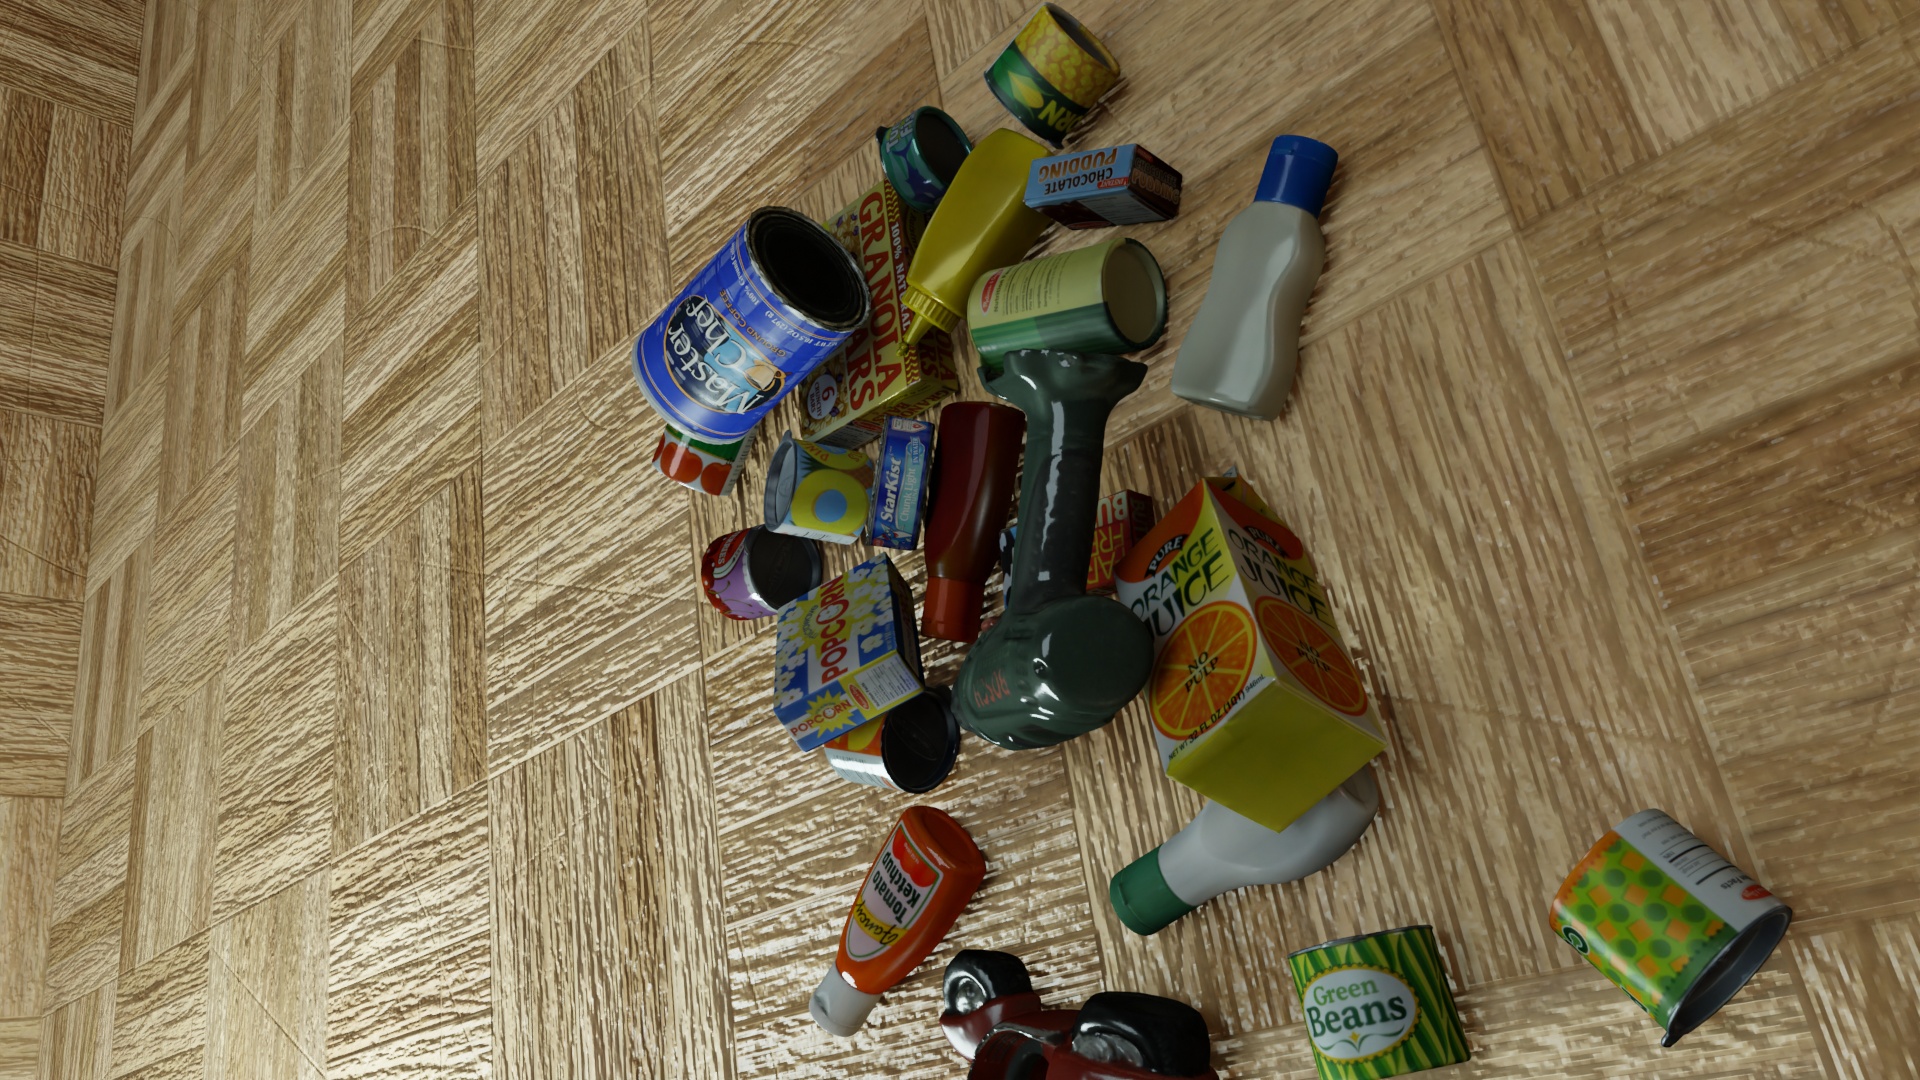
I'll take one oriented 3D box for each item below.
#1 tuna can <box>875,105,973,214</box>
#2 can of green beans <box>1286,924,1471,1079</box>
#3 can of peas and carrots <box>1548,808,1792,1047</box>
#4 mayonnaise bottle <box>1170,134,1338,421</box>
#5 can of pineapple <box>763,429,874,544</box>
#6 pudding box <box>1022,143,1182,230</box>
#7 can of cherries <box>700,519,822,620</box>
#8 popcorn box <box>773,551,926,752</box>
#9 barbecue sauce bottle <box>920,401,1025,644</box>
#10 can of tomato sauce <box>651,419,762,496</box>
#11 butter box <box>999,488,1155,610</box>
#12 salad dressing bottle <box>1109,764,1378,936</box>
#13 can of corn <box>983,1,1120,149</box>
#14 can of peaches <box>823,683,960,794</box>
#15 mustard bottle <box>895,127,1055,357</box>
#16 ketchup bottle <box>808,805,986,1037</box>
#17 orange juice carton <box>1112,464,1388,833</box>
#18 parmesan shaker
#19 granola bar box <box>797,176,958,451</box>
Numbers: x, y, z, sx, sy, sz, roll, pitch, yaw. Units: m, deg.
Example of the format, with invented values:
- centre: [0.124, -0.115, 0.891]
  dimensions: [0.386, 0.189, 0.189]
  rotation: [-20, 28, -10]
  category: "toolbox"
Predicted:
- centre: [-0.022, -0.260, 0.942]
  dimensions: [0.032, 0.071, 0.071]
  rotation: [-23, 64, 38]
  category: "tuna can"
- centre: [0.185, 0.207, 0.615]
  dimensions: [0.071, 0.071, 0.058]
  rotation: [-30, 60, 36]
  category: "can of green beans"
- centre: [0.274, 0.150, 0.542]
  dimensions: [0.059, 0.071, 0.070]
  rotation: [45, 112, 42]
  category: "can of peas and carrots"
- centre: [0.164, -0.141, 0.748]
  dimensions: [0.065, 0.041, 0.148]
  rotation: [20, 93, 44]
  category: "mayonnaise bottle"
- centre: [-0.097, -0.035, 0.952]
  dimensions: [0.070, 0.058, 0.071]
  rotation: [-38, 47, 56]
  category: "can of pineapple"
- centre: [0.085, -0.212, 0.837]
  dimensions: [0.083, 0.049, 0.030]
  rotation: [5, 82, 45]
  category: "pudding box"
- centre: [-0.143, 0.020, 0.987]
  dimensions: [0.058, 0.071, 0.071]
  rotation: [-12, 71, 44]
  category: "can of cherries"
- centre: [-0.071, 0.067, 0.866]
  dimensions: [0.085, 0.038, 0.127]
  rotation: [-29, 26, 8]
  category: "popcorn box"
- centre: [0.003, -0.011, 0.869]
  dimensions: [0.065, 0.044, 0.148]
  rotation: [1, 81, 57]
  category: "barbecue sauce bottle"
- centre: [-0.193, -0.085, 1.065]
  dimensions: [0.071, 0.071, 0.083]
  rotation: [35, 105, 44]
  category: "can of tomato sauce"
- centre: [0.068, 0.009, 0.813]
  dimensions: [0.103, 0.024, 0.053]
  rotation: [-18, 68, 41]
  category: "butter box"
- centre: [0.137, 0.150, 0.695]
  dimensions: [0.147, 0.044, 0.064]
  rotation: [-41, 49, 31]
  category: "salad dressing bottle"
- centre: [0.060, -0.292, 0.874]
  dimensions: [0.058, 0.071, 0.071]
  rotation: [-44, 52, 28]
  category: "can of corn"
- centre: [-0.042, 0.119, 0.866]
  dimensions: [0.058, 0.071, 0.071]
  rotation: [-2, 78, 45]
  category: "can of peaches"
- centre: [0.004, -0.185, 0.895]
  dimensions: [0.065, 0.049, 0.160]
  rotation: [38, 96, 35]
  category: "mustard bottle"
- centre: [-0.043, 0.237, 0.850]
  dimensions: [0.065, 0.043, 0.148]
  rotation: [45, 112, 41]
  category: "ketchup bottle"
- centre: [0.132, 0.039, 0.684]
  dimensions: [0.071, 0.073, 0.194]
  rotation: [-48, 27, 27]
  category: "orange juice carton"
- centre: [0.063, -0.135, 0.826]
  dimensions: [0.103, 0.071, 0.071]
  rotation: [-4, 77, 44]
  category: "parmesan shaker"
- centre: [-0.065, -0.157, 0.979]
  dimensions: [0.124, 0.039, 0.166]
  rotation: [-26, 62, 39]
  category: "granola bar box"
